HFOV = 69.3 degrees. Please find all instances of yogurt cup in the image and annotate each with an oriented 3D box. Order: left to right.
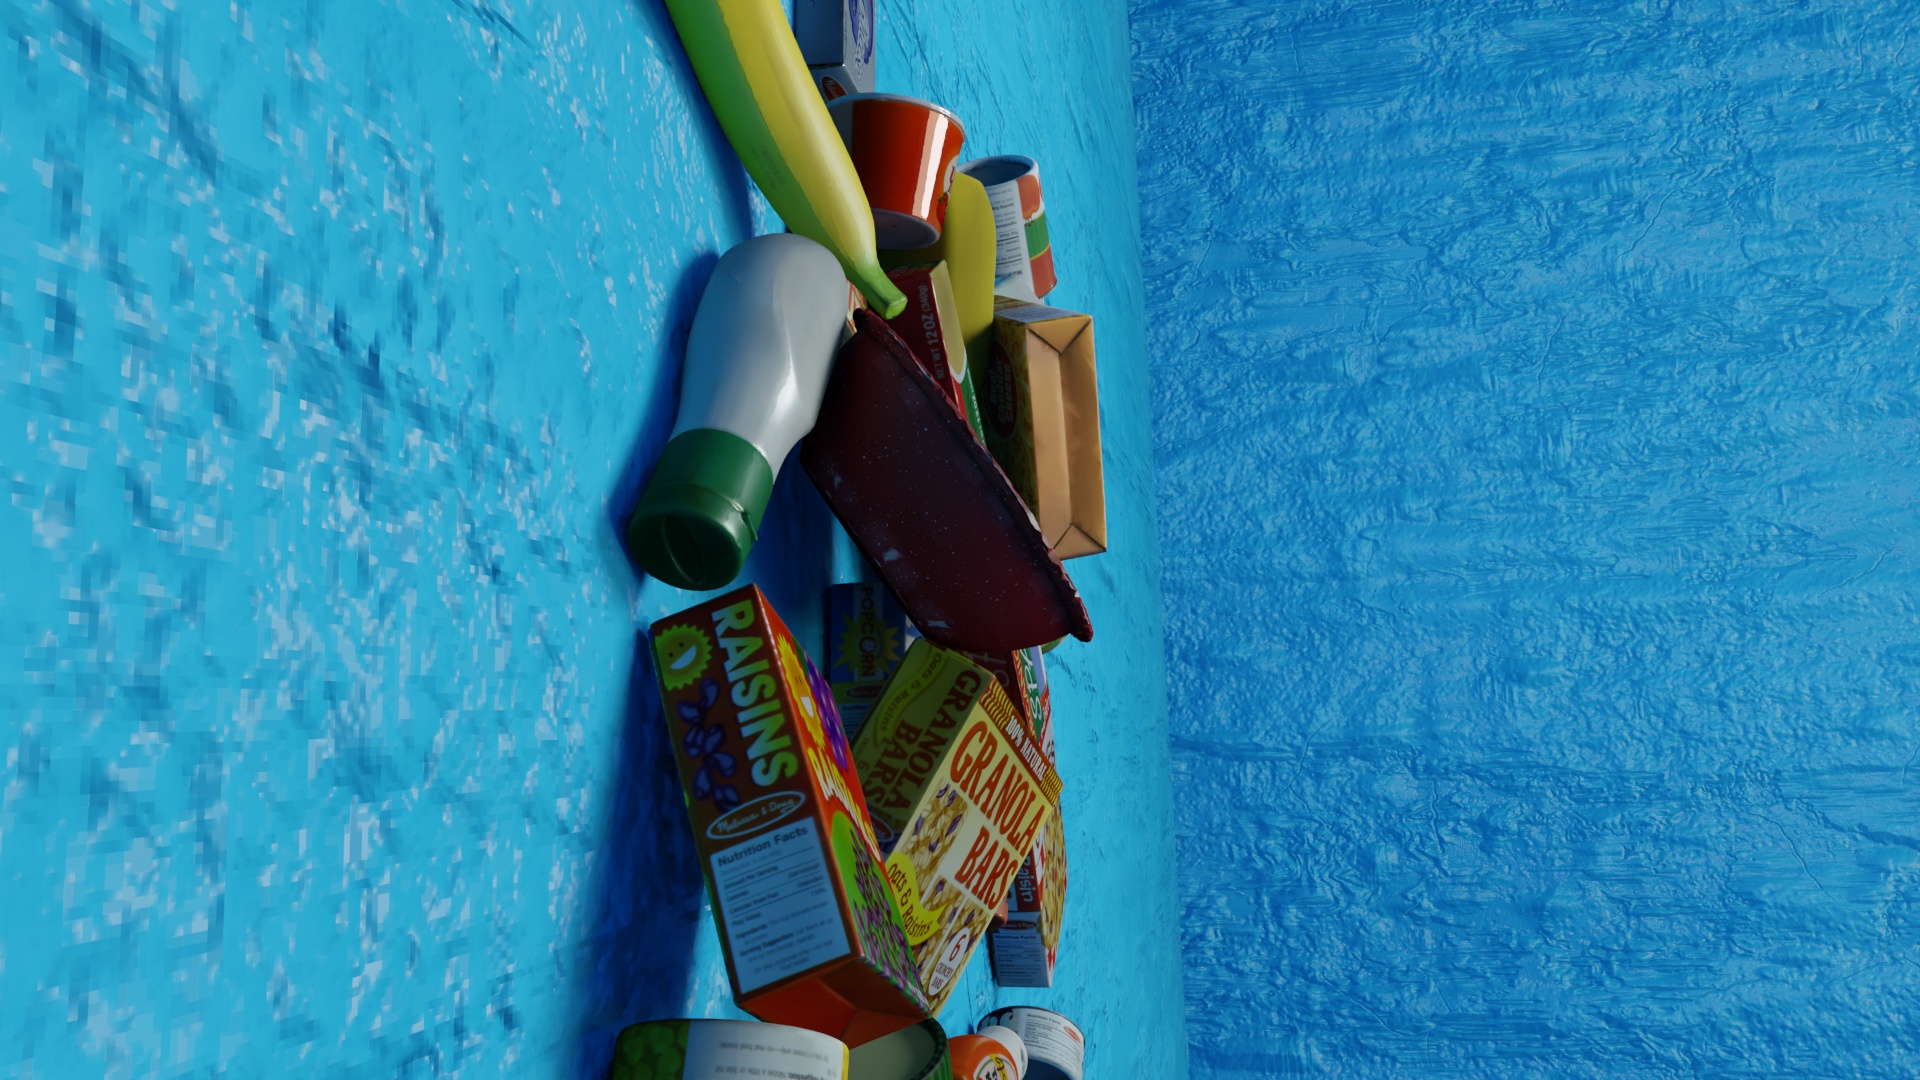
[{"bbox_3d":[-0.034,-0.168,0.641,0.072,0.072,0.054,30,65,-76],"label":"yogurt cup"}]

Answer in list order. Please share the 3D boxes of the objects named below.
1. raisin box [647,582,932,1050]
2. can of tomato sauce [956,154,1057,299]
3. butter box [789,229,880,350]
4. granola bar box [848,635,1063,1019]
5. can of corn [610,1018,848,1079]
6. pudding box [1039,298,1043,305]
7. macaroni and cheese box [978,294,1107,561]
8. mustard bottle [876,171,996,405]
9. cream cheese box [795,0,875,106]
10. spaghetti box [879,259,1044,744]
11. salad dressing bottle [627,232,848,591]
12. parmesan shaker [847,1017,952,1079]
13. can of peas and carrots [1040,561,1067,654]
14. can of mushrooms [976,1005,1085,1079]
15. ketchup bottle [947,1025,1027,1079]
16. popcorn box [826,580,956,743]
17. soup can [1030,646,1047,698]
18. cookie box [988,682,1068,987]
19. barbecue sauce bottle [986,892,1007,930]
[{"bbox_3d":[-0.053,0.087,0.429,0.085,0.040,0.124,66,3,-58],"label":"raisin box"},{"bbox_3d":[0.025,-0.205,0.917,0.071,0.071,0.082,-76,158,-55],"label":"can of tomato sauce"},{"bbox_3d":[-0.051,-0.103,0.628,0.103,0.024,0.053,61,27,-63],"label":"butter box"},{"bbox_3d":[-0.015,0.125,0.572,0.124,0.039,0.165,-59,157,-15],"label":"granola bar box"},{"bbox_3d":[-0.067,0.167,0.381,0.071,0.071,0.058,67,22,-58],"label":"can of corn"},{"bbox_3d":[0.032,-0.148,0.971,0.030,0.049,0.084,63,26,-66],"label":"pudding box"},{"bbox_3d":[0.026,-0.069,0.763,0.167,0.040,0.123,-144,-133,-66],"label":"macaroni and cheese box"},{"bbox_3d":[-0.016,-0.103,0.703,0.049,0.065,0.160,-3,94,-53],"label":"mustard bottle"},{"bbox_3d":[-0.057,-0.252,0.648,0.053,0.024,0.104,49,39,-73],"label":"cream cheese box"},{"bbox_3d":[0.002,-0.008,0.669,0.050,0.028,0.249,-67,146,-70],"label":"spaghetti box"},{"bbox_3d":[-0.073,-0.047,0.468,0.148,0.044,0.064,-79,162,-46],"label":"salad dressing bottle"},{"bbox_3d":[-0.028,0.235,0.517,0.071,0.071,0.102,-52,136,-72],"label":"parmesan shaker"},{"bbox_3d":[0.038,0.036,0.902,0.058,0.071,0.071,70,20,-51],"label":"can of peas and carrots"},{"bbox_3d":[0.039,0.311,0.826,0.034,0.071,0.070,-79,161,-52],"label":"can of mushrooms"},{"bbox_3d":[0.005,0.287,0.722,0.148,0.043,0.065,30,57,-76],"label":"ketchup bottle"},{"bbox_3d":[-0.027,0.072,0.654,0.126,0.038,0.085,46,40,-72],"label":"popcorn box"},{"bbox_3d":[0.007,0.050,0.760,0.072,0.071,0.083,-75,157,-56],"label":"soup can"},{"bbox_3d":[0.040,0.190,0.926,0.123,0.040,0.166,-67,151,-65],"label":"cookie box"},{"bbox_3d":[0.012,0.145,0.796,0.064,0.044,0.149,84,9,-56],"label":"barbecue sauce bottle"}]
